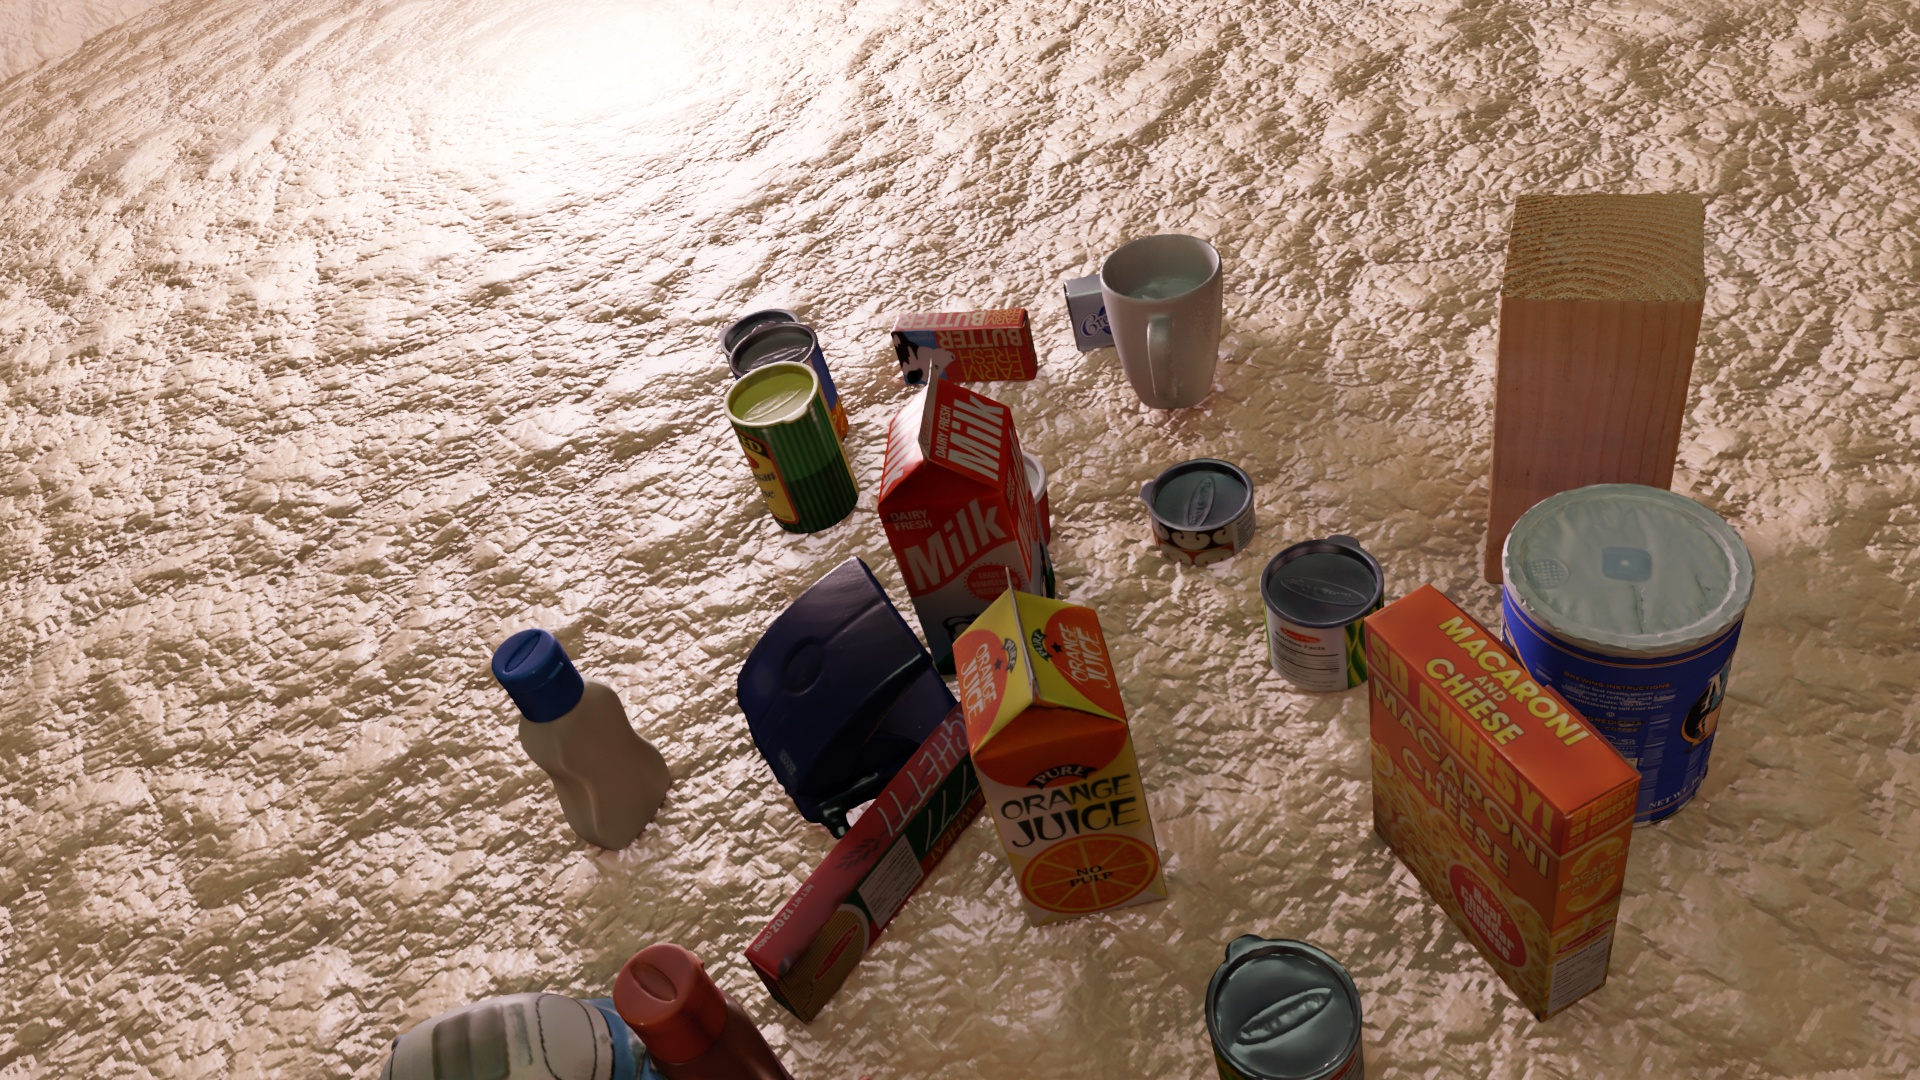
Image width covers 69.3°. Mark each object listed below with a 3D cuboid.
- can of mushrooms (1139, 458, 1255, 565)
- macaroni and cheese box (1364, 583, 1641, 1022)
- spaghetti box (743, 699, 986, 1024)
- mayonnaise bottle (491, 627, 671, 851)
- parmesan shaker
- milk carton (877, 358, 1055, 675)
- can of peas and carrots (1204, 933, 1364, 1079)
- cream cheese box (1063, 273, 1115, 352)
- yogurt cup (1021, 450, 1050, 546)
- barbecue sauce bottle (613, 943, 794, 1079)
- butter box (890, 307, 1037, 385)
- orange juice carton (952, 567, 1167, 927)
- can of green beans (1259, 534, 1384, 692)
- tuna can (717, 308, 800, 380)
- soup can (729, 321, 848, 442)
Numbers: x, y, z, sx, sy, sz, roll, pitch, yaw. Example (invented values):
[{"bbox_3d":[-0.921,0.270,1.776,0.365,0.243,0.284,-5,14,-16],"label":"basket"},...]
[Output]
[{"bbox_3d":[0.150,-0.019,0.874,0.071,0.033,0.071,-9,44,9],"label":"can of mushrooms"},{"bbox_3d":[0.233,0.116,0.613,0.040,0.165,0.124,-26,44,-9],"label":"macaroni and cheese box"},{"bbox_3d":[-0.017,0.144,0.749,0.029,0.050,0.251,21,55,34],"label":"spaghetti box"},{"bbox_3d":[-0.212,0.109,0.775,0.041,0.147,0.065,11,50,28],"label":"mayonnaise bottle"},{"bbox_3d":[-0.113,-0.061,0.951,0.071,0.102,0.072,-9,44,9],"label":"parmesan shaker"},{"bbox_3d":[0.003,-0.010,0.798,0.073,0.189,0.073,-6,44,12],"label":"milk carton"},{"bbox_3d":[0.143,0.218,0.615,0.071,0.058,0.071,-9,44,9],"label":"can of peas and carrots"},{"bbox_3d":[0.131,-0.176,1.027,0.104,0.053,0.024,-11,43,7],"label":"cream cheese box"},{"bbox_3d":[0.027,-0.018,0.898,0.072,0.053,0.073,-9,44,9],"label":"yogurt cup"},{"bbox_3d":[-0.108,0.231,0.617,0.065,0.147,0.044,24,57,36],"label":"barbecue sauce bottle"},{"bbox_3d":[0.004,-0.144,1.036,0.103,0.053,0.024,0,46,17],"label":"butter box"},{"bbox_3d":[0.046,0.101,0.668,0.073,0.191,0.072,-14,43,4],"label":"orange juice carton"},{"bbox_3d":[0.203,0.042,0.777,0.071,0.057,0.071,-9,44,9],"label":"can of green beans"},{"bbox_3d":[-0.158,-0.153,1.112,0.071,0.032,0.071,-9,44,9],"label":"tuna can"},{"bbox_3d":[-0.125,-0.109,1.018,0.071,0.083,0.072,-9,44,9],"label":"soup can"}]
